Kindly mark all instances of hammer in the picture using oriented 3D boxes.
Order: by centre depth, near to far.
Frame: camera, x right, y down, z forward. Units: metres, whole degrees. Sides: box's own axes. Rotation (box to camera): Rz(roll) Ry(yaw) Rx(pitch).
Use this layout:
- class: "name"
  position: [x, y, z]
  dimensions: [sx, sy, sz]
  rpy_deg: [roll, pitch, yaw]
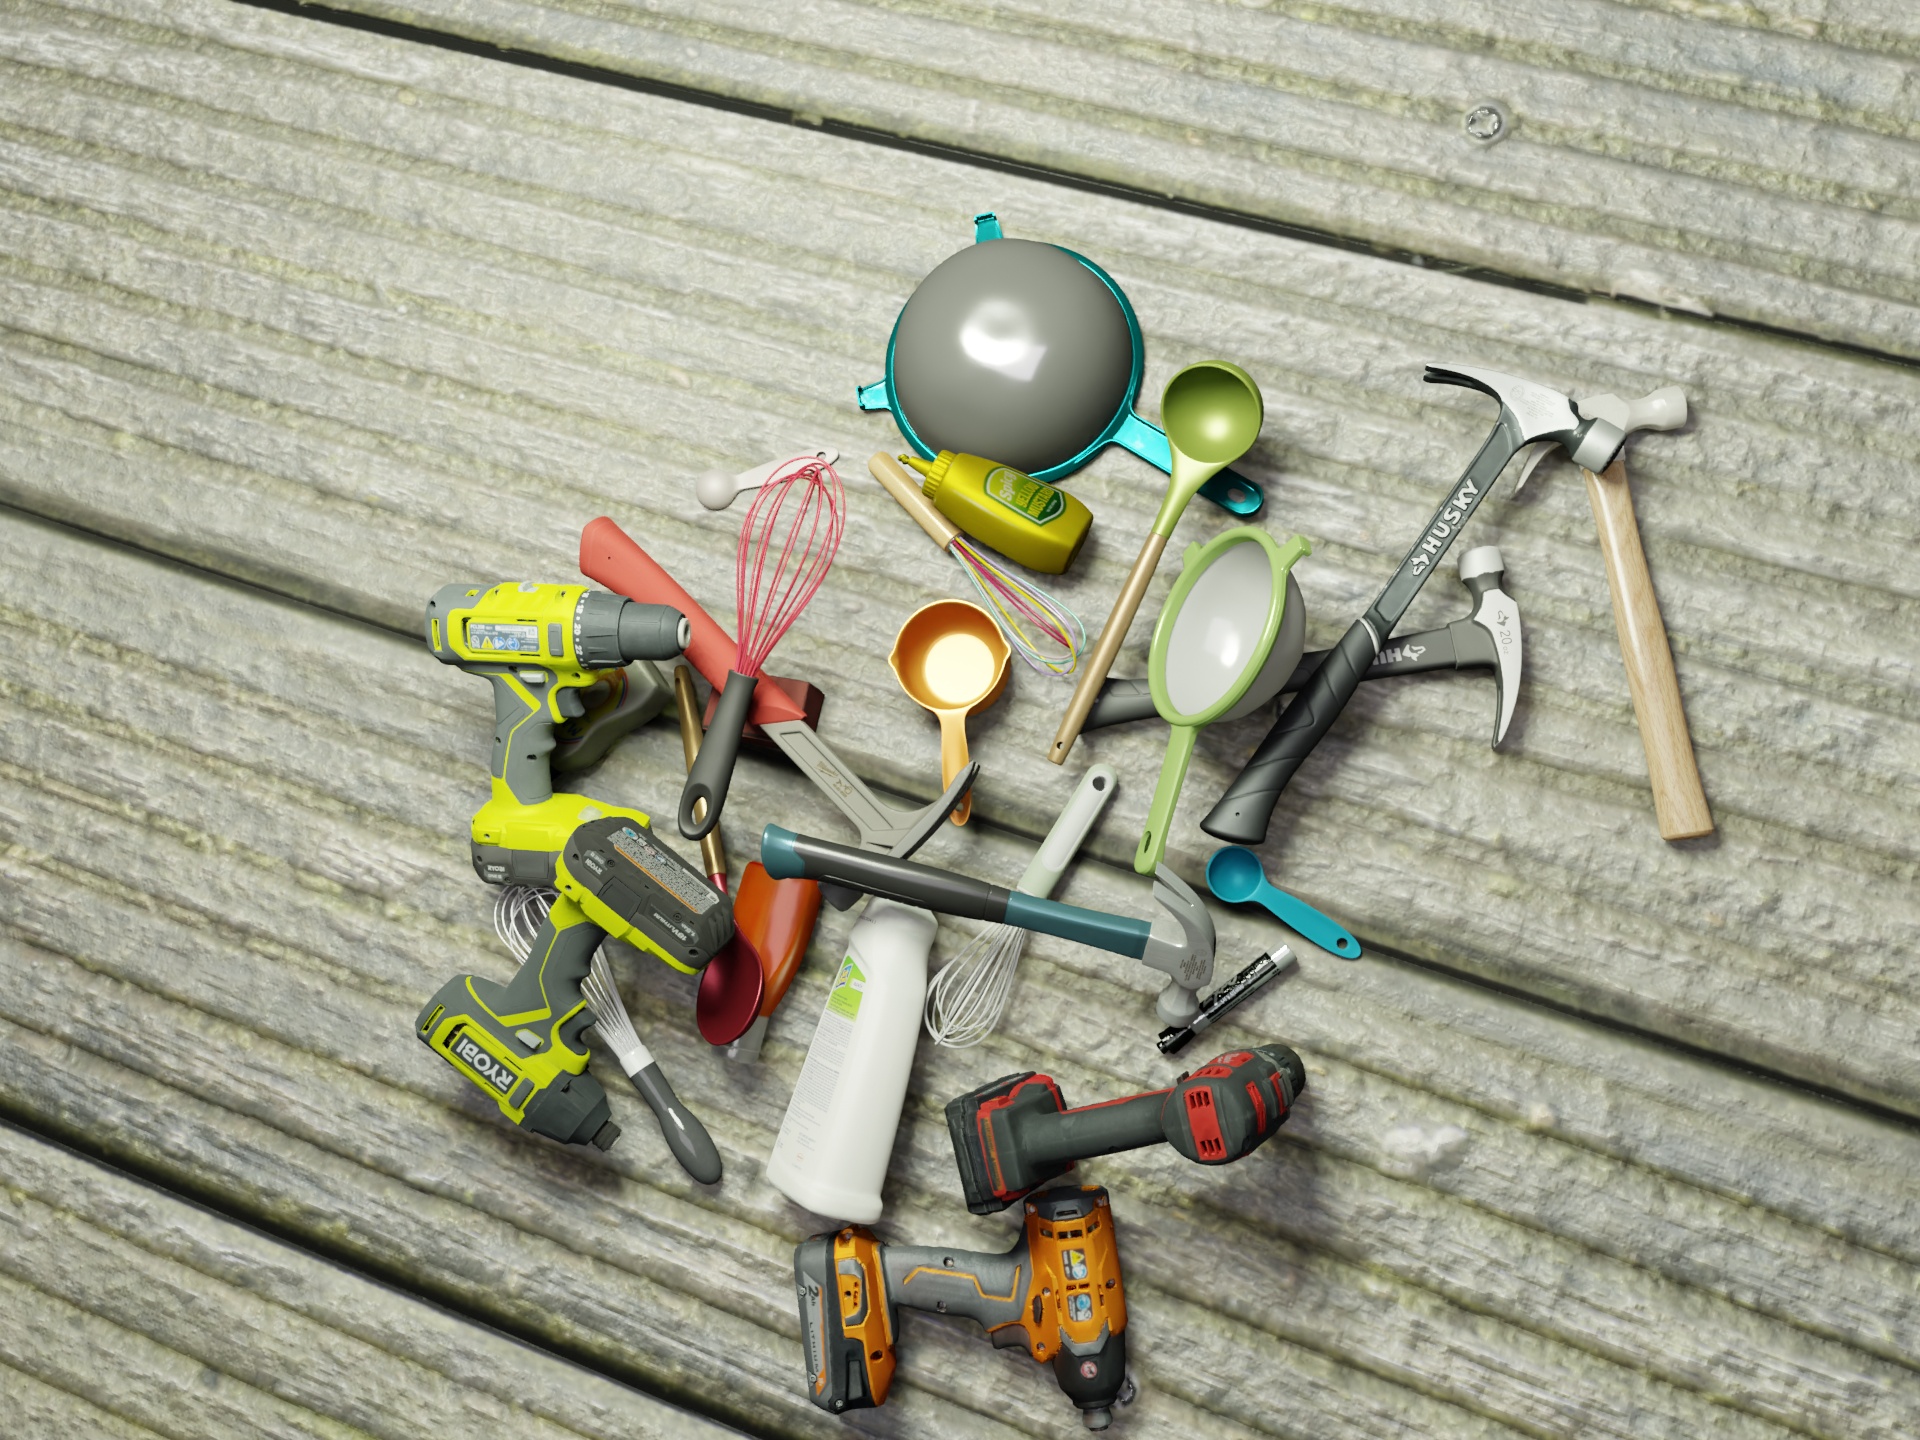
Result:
- class: "hammer"
  position: [0.019, 0.130, 1.125]
  dimensions: [0.331, 0.128, 0.033]
  rpy_deg: [13, 39, 3]
- class: "hammer"
  position: [0.303, -0.080, 1.154]
  dimensions: [0.149, 0.036, 0.409]
  rpy_deg: [35, 87, 16]
- class: "hammer"
  position: [0.489, -0.077, 1.156]
  dimensions: [0.130, 0.031, 0.331]
  rpy_deg: [-9, 79, 8]
- class: "hammer"
  position: [0.248, -0.029, 1.190]
  dimensions: [0.335, 0.035, 0.146]
  rpy_deg: [-10, 78, 9]
- class: "hammer"
  position: [-0.155, -0.032, 1.206]
  dimensions: [0.149, 0.036, 0.359]
  rpy_deg: [-45, 78, 1]

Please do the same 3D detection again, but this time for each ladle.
- class: "ladle"
  position: [0.134, -0.114, 1.175]
  dimensions: [0.078, 0.062, 0.320]
  rpy_deg: [25, 91, 16]
- class: "ladle"
  position: [-0.193, 0.097, 1.224]
  dimensions: [0.069, 0.031, 0.316]
  rpy_deg: [-28, 62, 28]

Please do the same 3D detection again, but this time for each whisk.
- class: "whisk"
  position: [-0.152, -0.052, 1.163]
  dimensions: [0.073, 0.073, 0.296]
  rpy_deg: [19, 92, 13]
- class: "whisk"
  position: [0.048, 0.137, 1.191]
  dimensions: [0.058, 0.059, 0.246]
  rpy_deg: [32, 82, 2]
- class: "whisk"
  position: [-0.267, 0.236, 1.228]
  dimensions: [0.070, 0.070, 0.285]
  rpy_deg: [-36, 81, 2]
- class: "whisk"
  position: [0.011, -0.128, 1.247]
  dimensions: [0.051, 0.047, 0.245]
  rpy_deg: [-43, 73, 2]

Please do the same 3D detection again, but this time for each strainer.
- class: "strainer"
  position: [0.187, -0.007, 1.128]
  dimensions: [0.069, 0.151, 0.256]
  rpy_deg: [19, 86, -23]
- class: "strainer"
  position: [0.086, -0.260, 1.229]
  dimensions: [0.340, 0.095, 0.211]
  rpy_deg: [34, 87, 15]

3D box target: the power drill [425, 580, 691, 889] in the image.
- class: "power drill"
  position: [-0.294, 0.008, 1.198]
  dimensions: [0.190, 0.080, 0.228]
  rpy_deg: [3, 109, 7]

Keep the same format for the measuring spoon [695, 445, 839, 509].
- class: "measuring spoon"
  position: [-0.160, -0.204, 1.302]
  dimensions: [0.124, 0.018, 0.034]
  rpy_deg: [-16, 78, 6]

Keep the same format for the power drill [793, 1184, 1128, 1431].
- class: "power drill"
  position: [0.005, 0.428, 1.131]
  dimensions: [0.226, 0.084, 0.164]
  rpy_deg: [-10, 79, 5]

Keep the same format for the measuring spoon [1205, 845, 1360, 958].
- class: "measuring spoon"
  position: [0.238, 0.137, 1.175]
  dimensions: [0.128, 0.021, 0.042]
  rpy_deg: [33, 86, 5]

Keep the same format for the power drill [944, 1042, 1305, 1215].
- class: "power drill"
  position: [0.124, 0.273, 1.107]
  dimensions: [0.227, 0.187, 0.080]
  rpy_deg: [-17, 82, 26]

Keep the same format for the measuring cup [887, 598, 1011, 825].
- class: "measuring cup"
  position: [-0.002, -0.004, 1.222]
  dimensions: [0.095, 0.052, 0.174]
  rpy_deg: [-5, 81, 9]

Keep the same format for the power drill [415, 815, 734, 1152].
- class: "power drill"
  position: [-0.272, 0.197, 1.163]
  dimensions: [0.171, 0.080, 0.223]
  rpy_deg: [39, 103, 2]
